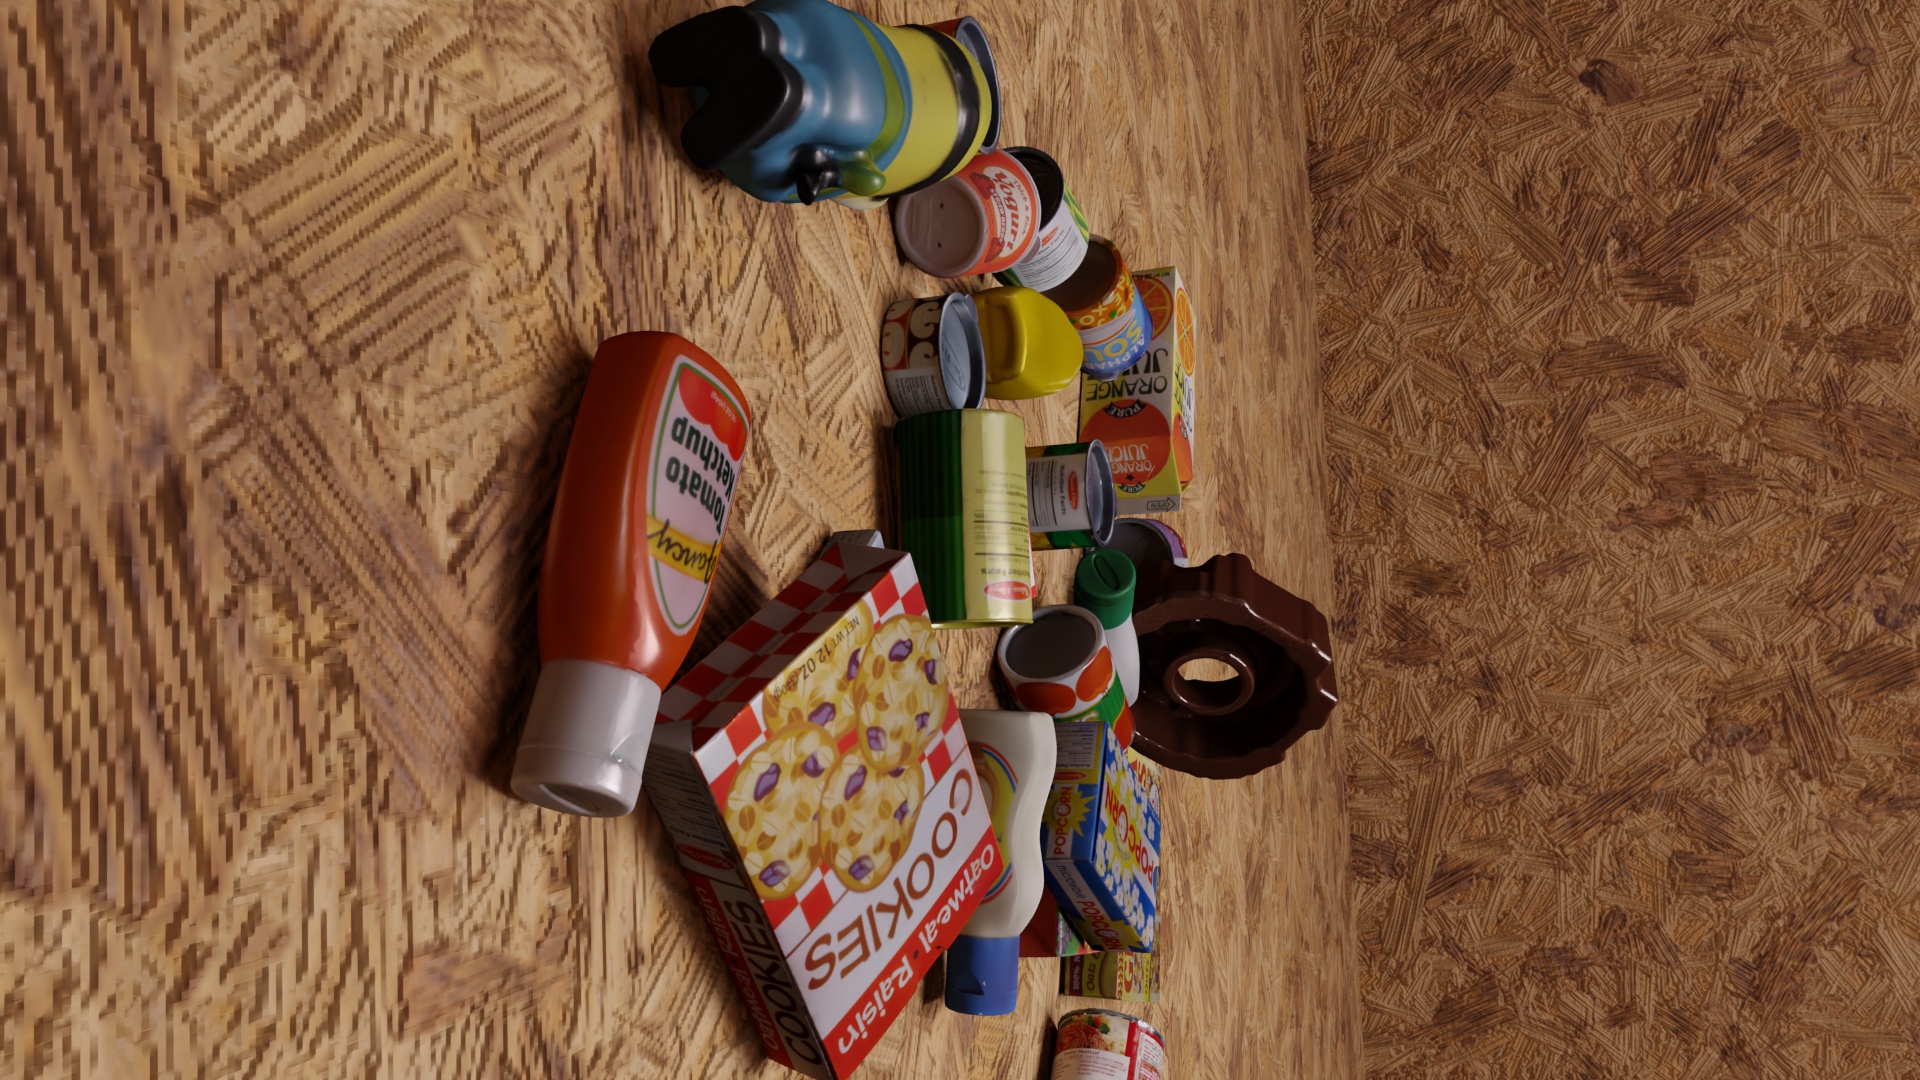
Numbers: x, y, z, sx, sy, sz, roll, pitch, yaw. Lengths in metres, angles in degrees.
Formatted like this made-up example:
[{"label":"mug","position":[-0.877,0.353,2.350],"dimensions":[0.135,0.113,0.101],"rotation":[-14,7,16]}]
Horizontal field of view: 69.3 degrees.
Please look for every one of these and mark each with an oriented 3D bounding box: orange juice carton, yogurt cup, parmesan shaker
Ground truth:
[{"label":"orange juice carton","position":[0.135,-0.106,1.053],"dimensions":[0.073,0.072,0.193],"rotation":[50,40,-57]},{"label":"yogurt cup","position":[0.001,-0.169,0.725],"dimensions":[0.054,0.072,0.072],"rotation":[-39,123,-56]},{"label":"parmesan shaker","position":[0.002,-0.009,0.690],"dimensions":[0.071,0.071,0.103],"rotation":[16,71,-68]}]

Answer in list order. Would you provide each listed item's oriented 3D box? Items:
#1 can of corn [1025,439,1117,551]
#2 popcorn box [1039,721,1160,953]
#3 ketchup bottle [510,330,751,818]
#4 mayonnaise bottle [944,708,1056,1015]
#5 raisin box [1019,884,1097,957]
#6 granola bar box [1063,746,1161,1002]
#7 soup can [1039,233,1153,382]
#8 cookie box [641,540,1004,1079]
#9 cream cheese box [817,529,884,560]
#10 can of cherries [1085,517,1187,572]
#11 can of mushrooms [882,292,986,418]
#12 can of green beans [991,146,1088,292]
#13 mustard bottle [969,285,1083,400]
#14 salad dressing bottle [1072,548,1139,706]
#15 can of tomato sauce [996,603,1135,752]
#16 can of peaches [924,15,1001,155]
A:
[{"label":"can of corn","position":[0.060,-0.026,0.859],"dimensions":[0.071,0.058,0.071],"rotation":[-5,91,-69]},{"label":"popcorn box","position":[0.079,0.170,0.791],"dimensions":[0.126,0.038,0.085],"rotation":[60,31,-46]},{"label":"ketchup bottle","position":[-0.105,0.010,0.437],"dimensions":[0.064,0.043,0.149],"rotation":[55,38,-55]},{"label":"mayonnaise bottle","position":[0.014,0.160,0.700],"dimensions":[0.041,0.065,0.148],"rotation":[18,73,-65]},{"label":"raisin box","position":[0.061,0.208,0.845],"dimensions":[0.123,0.040,0.086],"rotation":[32,56,-64]},{"label":"granola bar box","position":[0.108,0.232,0.964],"dimensions":[0.124,0.039,0.166],"rotation":[42,48,-62]},{"label":"soup can","position":[0.091,-0.159,0.952],"dimensions":[0.083,0.071,0.071],"rotation":[46,44,-59]},{"label":"cookie box","position":[-0.046,0.104,0.531],"dimensions":[0.123,0.040,0.166],"rotation":[-44,130,-41]},{"label":"cream cheese box","position":[-0.054,0.044,0.591],"dimensions":[0.104,0.024,0.053],"rotation":[-64,146,-53]},{"label":"can of cherries","position":[0.129,0.014,1.029],"dimensions":[0.058,0.071,0.071],"rotation":[-2,88,-70]},{"label":"can of mushrooms","position":[-0.012,-0.095,0.715],"dimensions":[0.071,0.033,0.071],"rotation":[-5,91,-69]},{"label":"can of green beans","position":[0.037,-0.188,0.818],"dimensions":[0.057,0.071,0.071],"rotation":[43,46,-62]},{"label":"mustard bottle","position":[0.043,-0.115,0.844],"dimensions":[0.160,0.049,0.065],"rotation":[-5,92,-70]},{"label":"salad dressing bottle","position":[0.090,0.061,0.886],"dimensions":[0.147,0.044,0.064],"rotation":[85,-20,-55]},{"label":"can of tomato sauce","position":[0.063,0.091,0.835],"dimensions":[0.071,0.071,0.082],"rotation":[-71,149,-46]},{"label":"can of peaches","position":[-0.018,-0.222,0.689],"dimensions":[0.071,0.058,0.071],"rotation":[-4,91,-69]}]
